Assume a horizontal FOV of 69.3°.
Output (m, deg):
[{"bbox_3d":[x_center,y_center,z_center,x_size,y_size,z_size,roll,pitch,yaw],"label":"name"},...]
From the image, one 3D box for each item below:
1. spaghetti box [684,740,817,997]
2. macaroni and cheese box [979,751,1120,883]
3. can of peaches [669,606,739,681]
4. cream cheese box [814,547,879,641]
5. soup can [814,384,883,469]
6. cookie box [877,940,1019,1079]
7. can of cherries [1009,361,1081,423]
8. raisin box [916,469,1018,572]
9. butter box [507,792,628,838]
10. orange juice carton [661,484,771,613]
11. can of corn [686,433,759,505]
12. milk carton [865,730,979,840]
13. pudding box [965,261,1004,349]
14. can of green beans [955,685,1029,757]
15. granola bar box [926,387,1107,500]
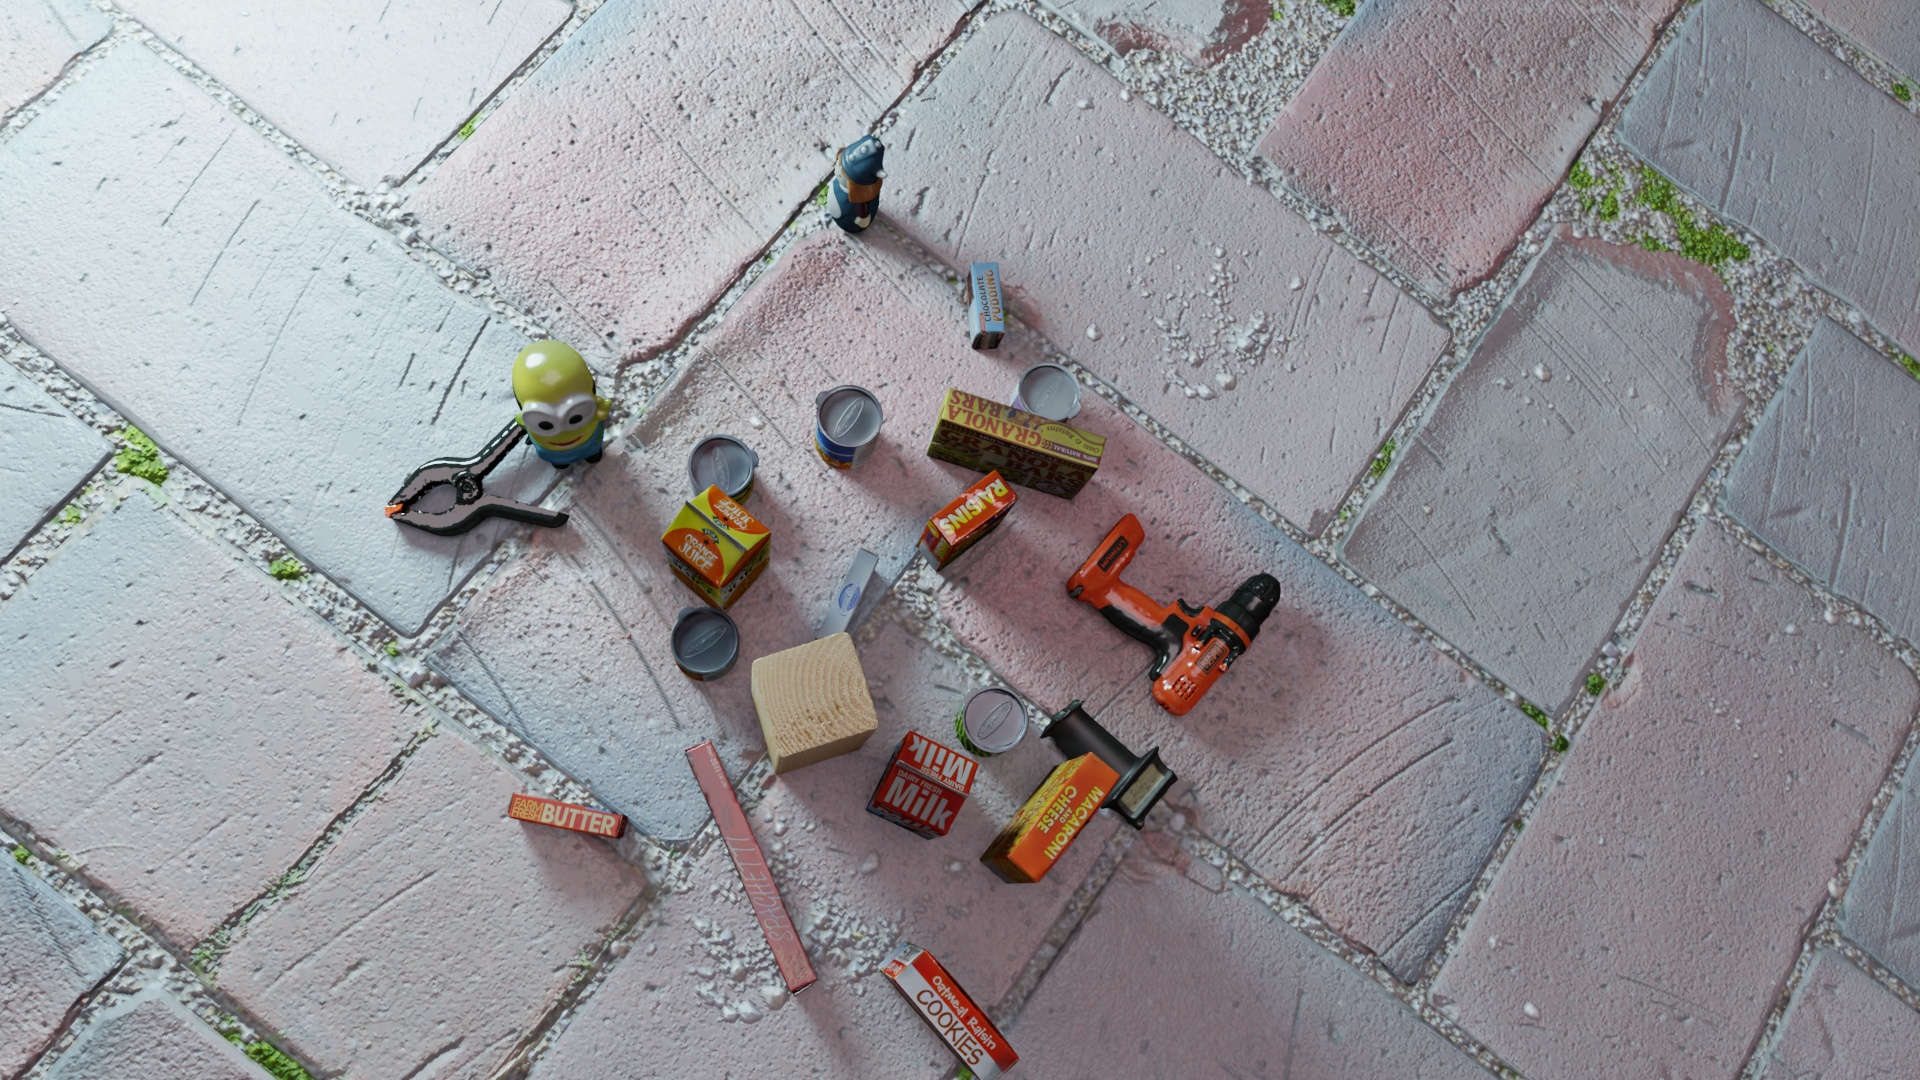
[{"bbox_3d":[-0.199,0.309,1.319,0.029,0.050,0.250,-24,81,-13],"label":"spaghetti box"},{"bbox_3d":[0.083,0.265,1.312,0.040,0.166,0.124,40,74,3],"label":"macaroni and cheese box"},{"bbox_3d":[-0.251,0.100,1.360,0.071,0.058,0.071,2,76,-8],"label":"can of peaches"},{"bbox_3d":[-0.114,0.062,1.393,0.024,0.053,0.104,25,74,-2],"label":"cream cheese box"},{"bbox_3d":[-0.118,-0.116,1.421,0.071,0.083,0.071,2,76,-8],"label":"soup can"},{"bbox_3d":[-0.014,0.424,1.257,0.040,0.167,0.123,-41,85,-15],"label":"cookie box"},{"bbox_3d":[0.090,-0.147,1.474,0.071,0.058,0.071,2,76,-8],"label":"can of cherries"},{"bbox_3d":[0.005,-0.017,1.394,0.086,0.123,0.040,-36,84,-15],"label":"raisin box"},{"bbox_3d":[-0.368,0.259,1.305,0.103,0.053,0.024,13,75,-5],"label":"butter box"},{"bbox_3d":[-0.230,0.007,1.317,0.072,0.192,0.073,40,74,3],"label":"orange juice carton"},{"bbox_3d":[-0.239,-0.068,1.404,0.071,0.058,0.071,2,76,-8],"label":"can of corn"},{"bbox_3d":[-0.036,0.228,1.291,0.072,0.190,0.073,26,74,-1],"label":"milk carton"},{"bbox_3d":[0.026,-0.253,1.495,0.030,0.049,0.084,-3,77,-9],"label":"pudding box"},{"bbox_3d":[0.030,0.181,1.382,0.071,0.057,0.071,2,76,-8],"label":"can of green beans"},{"bbox_3d":[0.054,-0.096,1.421,0.166,0.124,0.039,17,75,-4],"label":"granola bar box"}]
